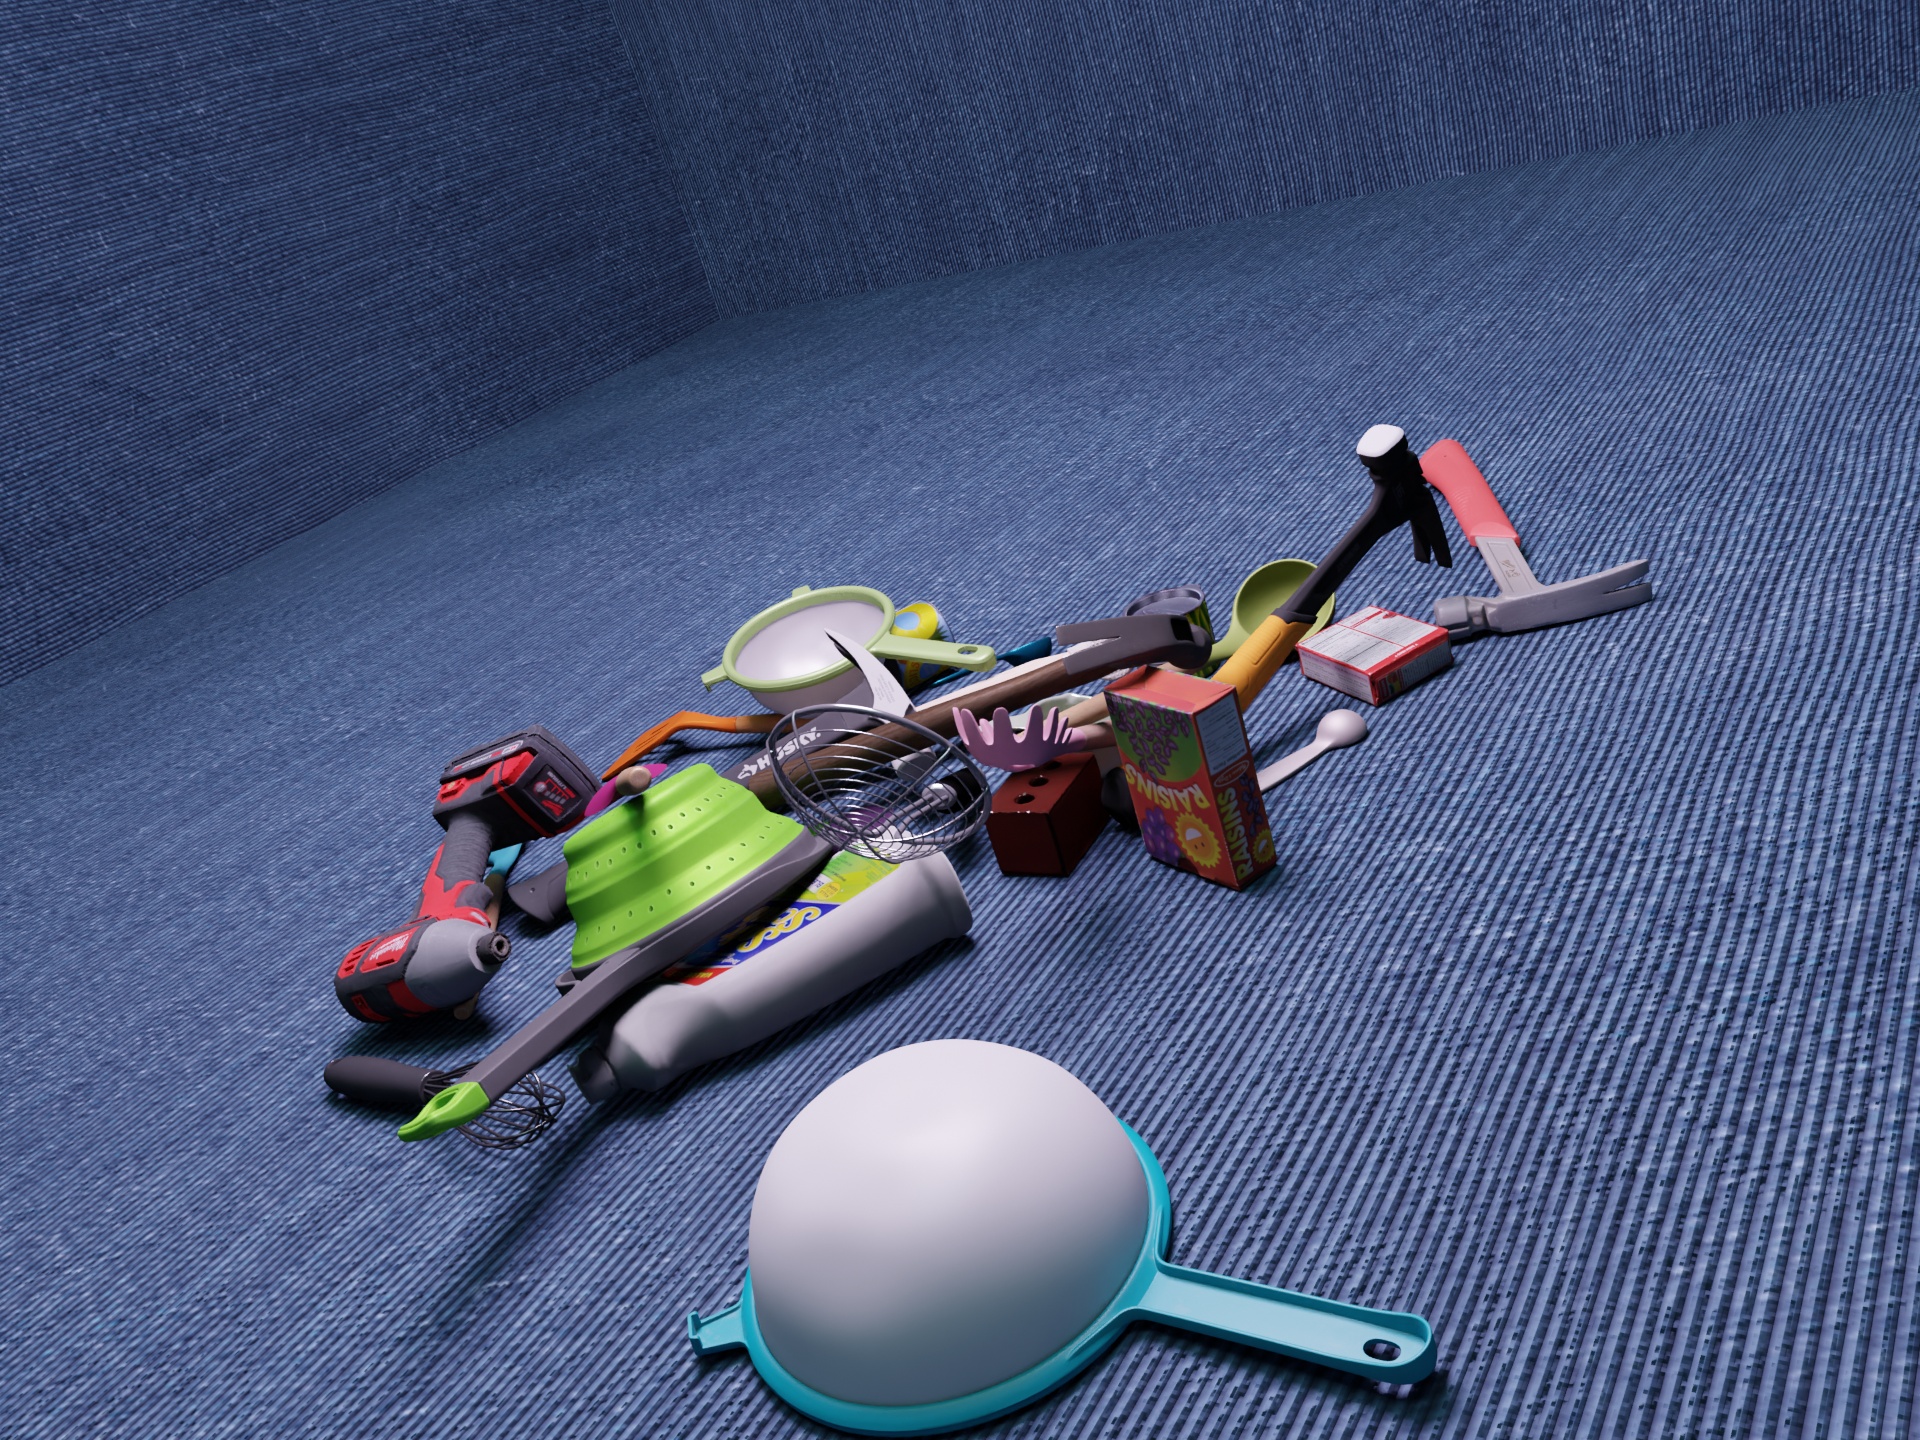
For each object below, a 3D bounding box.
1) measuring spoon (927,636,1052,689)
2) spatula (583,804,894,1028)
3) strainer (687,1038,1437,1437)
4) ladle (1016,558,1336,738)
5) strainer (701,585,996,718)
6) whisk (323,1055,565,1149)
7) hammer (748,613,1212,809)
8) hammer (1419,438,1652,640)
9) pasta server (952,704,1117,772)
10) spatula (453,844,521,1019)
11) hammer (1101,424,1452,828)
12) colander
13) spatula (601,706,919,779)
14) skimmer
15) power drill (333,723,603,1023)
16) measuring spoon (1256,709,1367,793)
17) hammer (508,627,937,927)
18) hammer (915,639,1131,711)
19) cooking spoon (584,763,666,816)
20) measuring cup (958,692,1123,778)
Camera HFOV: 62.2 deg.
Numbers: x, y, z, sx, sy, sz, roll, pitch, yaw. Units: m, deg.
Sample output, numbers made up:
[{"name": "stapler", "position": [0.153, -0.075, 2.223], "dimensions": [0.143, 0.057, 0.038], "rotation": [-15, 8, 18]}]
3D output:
[{"name": "measuring spoon", "position": [0.027, -0.040, 1.321], "dimensions": [0.128, 0.021, 0.042], "rotation": [-23, -2, -33]}, {"name": "spatula", "position": [-0.166, 0.138, 1.101], "dimensions": [0.316, 0.018, 0.060], "rotation": [-34, 23, -33]}, {"name": "strainer", "position": [0.036, 0.214, 0.700], "dimensions": [0.340, 0.095, 0.211], "rotation": [0, 29, 38]}, {"name": "ladle", "position": [0.156, -0.044, 1.161], "dimensions": [0.320, 0.062, 0.078], "rotation": [-24, 48, -34]}, {"name": "strainer", "position": [-0.075, -0.042, 1.308], "dimensions": [0.256, 0.069, 0.151], "rotation": [8, 40, 33]}, {"name": "whisk", "position": [-0.330, 0.232, 0.990], "dimensions": [0.239, 0.055, 0.055], "rotation": [-4, 27, 39]}, {"name": "hammer", "position": [-0.002, -0.003, 1.063], "dimensions": [0.331, 0.031, 0.130], "rotation": [-21, -12, 23]}, {"name": "hammer", "position": [0.437, -0.161, 1.293], "dimensions": [0.149, 0.036, 0.359], "rotation": [-13, 25, 13]}, {"name": "pasta server", "position": [0.085, 0.003, 1.033], "dimensions": [0.060, 0.040, 0.316], "rotation": [-2, 3, 27]}, {"name": "spatula", "position": [-0.373, 0.131, 1.232], "dimensions": [0.082, 0.044, 0.318], "rotation": [-32, 25, 5]}, {"name": "hammer", "position": [0.219, -0.050, 1.104], "dimensions": [0.337, 0.127, 0.034], "rotation": [-46, 37, -15]}, {"name": "colander", "position": [-0.220, 0.117, 0.972], "dimensions": [0.204, 0.094, 0.397], "rotation": [-27, 6, 27]}, {"name": "spatula", "position": [-0.167, 0.010, 1.375], "dimensions": [0.322, 0.041, 0.081], "rotation": [-3, 28, 22]}, {"name": "skimmer", "position": [-0.020, 0.026, 0.996], "dimensions": [0.127, 0.090, 0.363], "rotation": [11, 6, 10]}, {"name": "power drill", "position": [-0.346, 0.112, 1.140], "dimensions": [0.143, 0.078, 0.220], "rotation": [-18, 37, 30]}, {"name": "measuring spoon", "position": [0.223, 0.023, 1.071], "dimensions": [0.124, 0.018, 0.034], "rotation": [-29, 26, -21]}, {"name": "hammer", "position": [-0.188, 0.056, 1.188], "dimensions": [0.335, 0.035, 0.146], "rotation": [-29, 54, 2]}, {"name": "hammer", "position": [-0.062, 0.014, 1.250], "dimensions": [0.410, 0.038, 0.146], "rotation": [-22, 4, 2]}, {"name": "cooking spoon", "position": [-0.218, 0.041, 1.044], "dimensions": [0.069, 0.017, 0.319], "rotation": [-33, 5, -13]}, {"name": "measuring cup", "position": [0.040, 0.017, 1.141], "dimensions": [0.167, 0.038, 0.083], "rotation": [-3, 29, -5]}]
